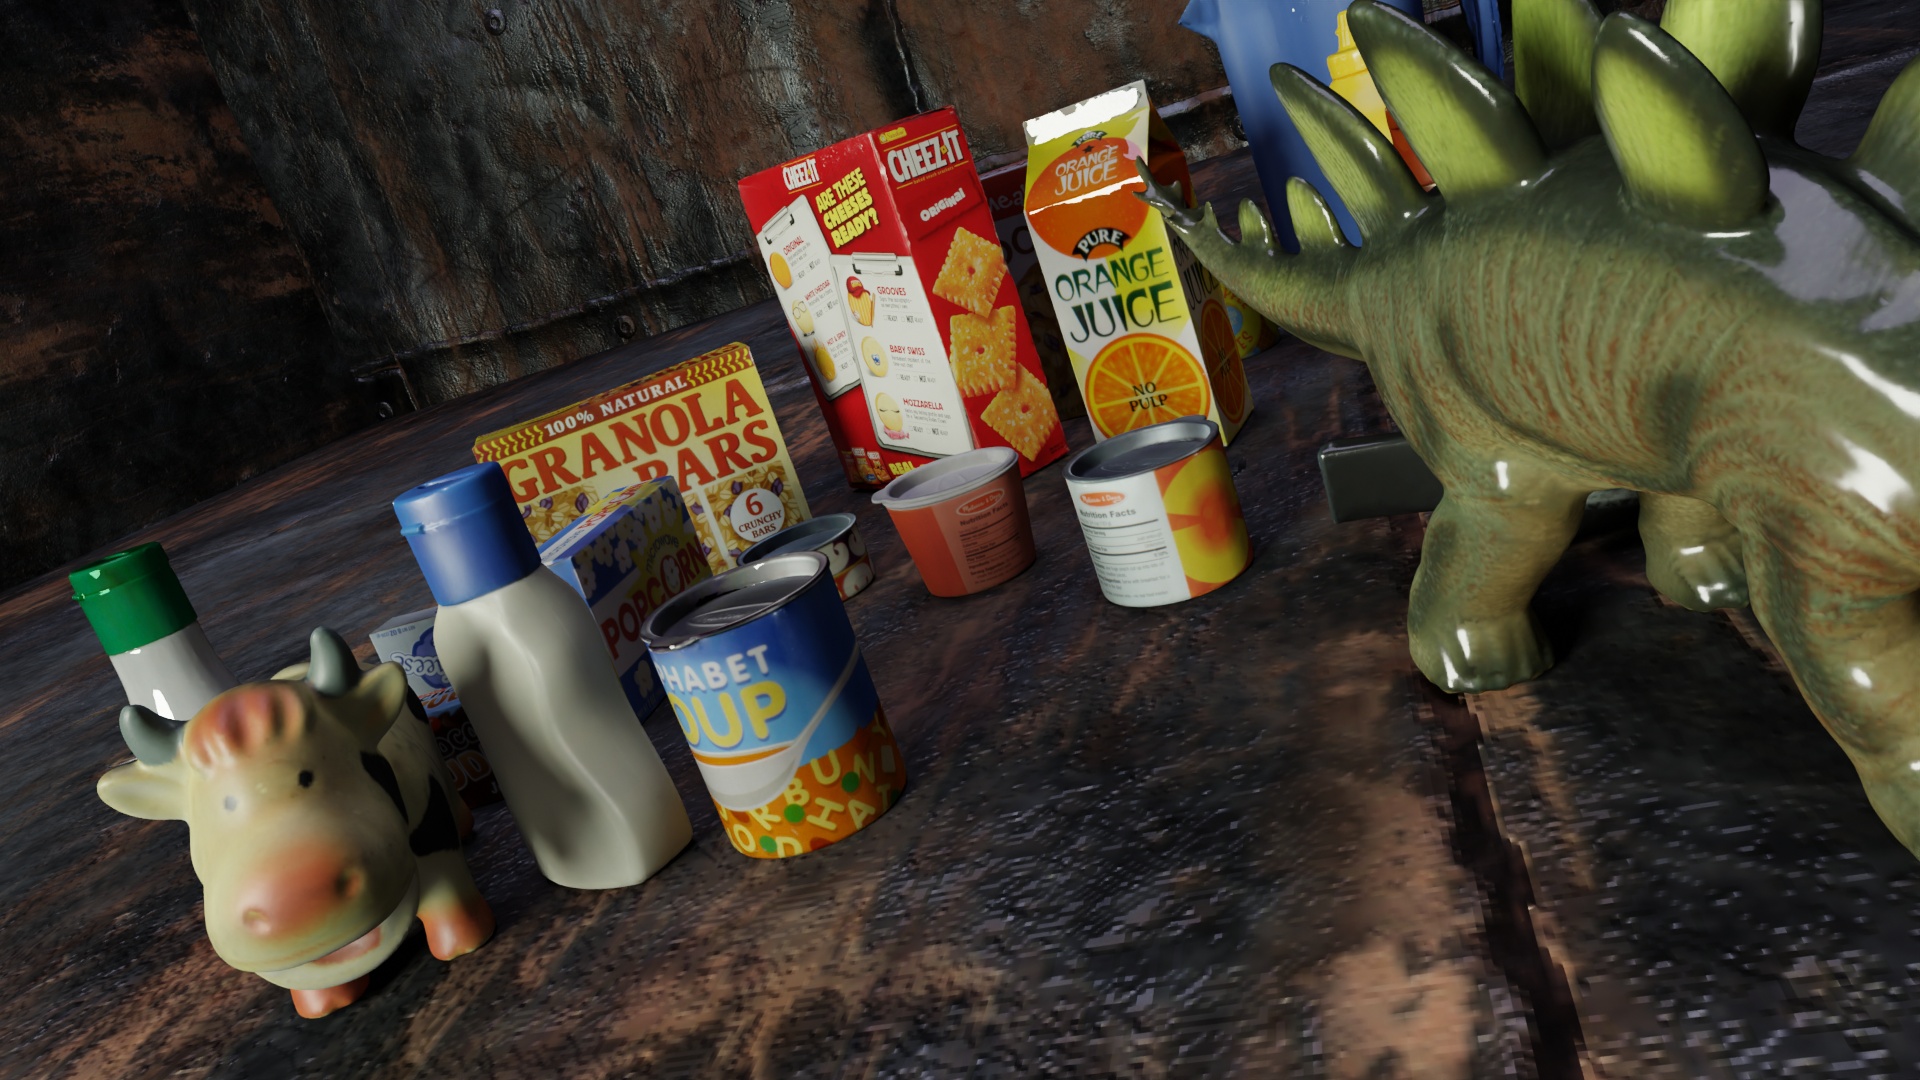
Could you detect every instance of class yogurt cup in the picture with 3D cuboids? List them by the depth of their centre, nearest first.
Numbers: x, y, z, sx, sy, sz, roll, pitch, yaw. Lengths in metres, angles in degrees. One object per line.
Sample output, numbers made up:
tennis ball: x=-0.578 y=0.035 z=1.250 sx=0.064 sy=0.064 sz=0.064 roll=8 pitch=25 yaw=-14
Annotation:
yogurt cup: x=0.002 y=-0.008 z=0.661 sx=0.072 sy=0.053 sz=0.072 roll=-18 pitch=16 yaw=5

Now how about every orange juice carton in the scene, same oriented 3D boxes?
orange juice carton: x=0.093 y=-0.142 z=0.748 sx=0.071 sy=0.192 sz=0.073 roll=-11 pitch=17 yaw=28

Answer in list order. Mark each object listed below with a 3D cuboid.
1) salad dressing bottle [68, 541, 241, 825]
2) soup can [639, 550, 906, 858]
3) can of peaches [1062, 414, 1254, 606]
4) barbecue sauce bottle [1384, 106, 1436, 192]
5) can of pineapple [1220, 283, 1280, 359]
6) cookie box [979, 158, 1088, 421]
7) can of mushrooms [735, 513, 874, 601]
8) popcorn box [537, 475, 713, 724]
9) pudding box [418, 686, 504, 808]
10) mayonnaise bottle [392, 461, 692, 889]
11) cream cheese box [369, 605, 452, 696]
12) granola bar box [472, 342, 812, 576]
salad dressing bottle: x=-0.332 y=0.074 z=0.602 sx=0.064 sy=0.147 sz=0.044 roll=-2 pitch=23 yaw=46
soup can: x=-0.063 y=0.056 z=0.468 sx=0.071 sy=0.083 sz=0.071 roll=-18 pitch=16 yaw=5
can of peaches: x=0.084 y=-0.013 z=0.575 sx=0.071 sy=0.058 sz=0.071 roll=-18 pitch=16 yaw=5
barbecue sauce bottle: x=0.231 y=-0.132 z=0.638 sx=0.044 sy=0.148 sz=0.065 roll=-25 pitch=17 yaw=-21
can of pineapple: x=0.177 y=-0.154 z=0.937 sx=0.071 sy=0.057 sz=0.071 roll=-18 pitch=16 yaw=5
cookie box: x=0.067 y=-0.166 z=0.904 sx=0.123 sy=0.167 sz=0.040 roll=-12 pitch=17 yaw=23
can of mushrooms: x=-0.080 y=0.014 z=0.718 sx=0.071 sy=0.033 sz=0.071 roll=-18 pitch=16 yaw=5
popcorn box: x=-0.162 y=0.029 z=0.670 sx=0.038 sy=0.085 sz=0.127 roll=-15 pitch=16 yaw=15
pudding box: x=-0.197 y=0.083 z=0.596 sx=0.084 sy=0.049 sz=0.030 roll=-17 pitch=16 yaw=6
mayonnaise bottle: x=-0.145 y=0.047 z=0.474 sx=0.064 sy=0.147 sz=0.041 roll=-7 pitch=19 yaw=37
cream cheese box: x=-0.257 y=0.057 z=0.741 sx=0.104 sy=0.053 sz=0.024 roll=-15 pitch=16 yaw=15
granola bar box: x=-0.184 y=-0.031 z=0.824 sx=0.166 sy=0.124 sz=0.039 roll=-22 pitch=16 yaw=-11
